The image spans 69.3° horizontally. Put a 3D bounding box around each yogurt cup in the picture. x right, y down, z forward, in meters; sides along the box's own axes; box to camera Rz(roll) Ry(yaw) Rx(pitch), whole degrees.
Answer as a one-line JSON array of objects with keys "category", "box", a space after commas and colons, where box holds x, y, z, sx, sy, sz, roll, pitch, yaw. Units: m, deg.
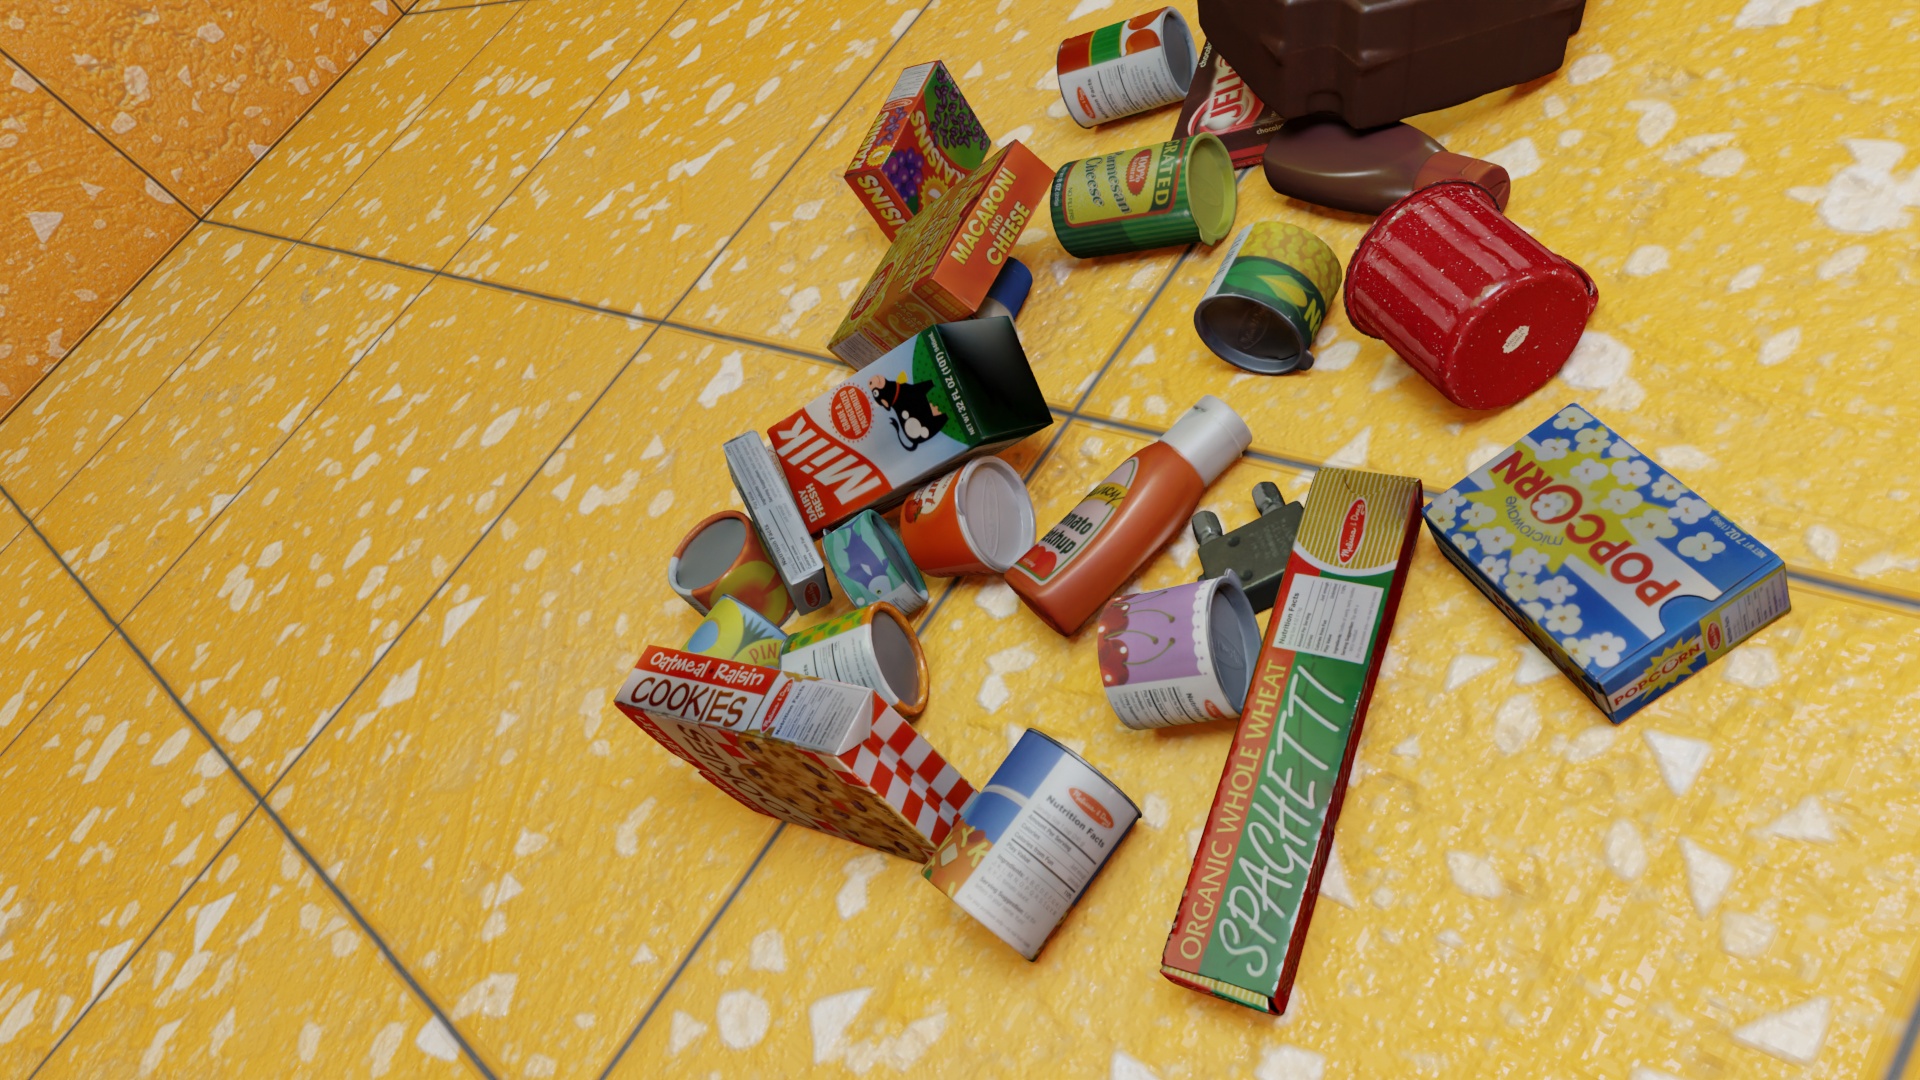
[{"category": "yogurt cup", "box": [0.003, -0.010, 0.797, 0.054, 0.072, 0.073, -16, 45, 38]}]

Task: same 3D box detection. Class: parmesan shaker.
[{"category": "parmesan shaker", "box": [0.116, -0.218, 0.895, 0.103, 0.071, 0.071, -1, 54, 38]}]

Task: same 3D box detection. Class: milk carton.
[{"category": "milk carton", "box": [-0.046, -0.060, 0.834, 0.190, 0.074, 0.072, -27, 84, 38]}]

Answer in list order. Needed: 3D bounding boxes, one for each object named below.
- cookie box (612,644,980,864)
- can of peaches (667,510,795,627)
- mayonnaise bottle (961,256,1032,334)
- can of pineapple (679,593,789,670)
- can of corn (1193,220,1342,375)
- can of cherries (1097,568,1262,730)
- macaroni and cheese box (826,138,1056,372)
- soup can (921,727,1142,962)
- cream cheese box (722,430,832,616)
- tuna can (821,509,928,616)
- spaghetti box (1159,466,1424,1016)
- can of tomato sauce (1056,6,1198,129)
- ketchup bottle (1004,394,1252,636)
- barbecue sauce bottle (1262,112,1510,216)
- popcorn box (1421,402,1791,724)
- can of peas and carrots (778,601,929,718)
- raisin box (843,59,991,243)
[{"category": "cookie box", "box": [-0.080, 0.110, 0.704, 0.167, 0.122, 0.040, 6, 57, 41]}, {"category": "can of peaches", "box": [-0.141, 0.021, 0.883, 0.071, 0.058, 0.071, -22, 44, 22]}, {"category": "mayonnaise bottle", "box": [0.004, -0.123, 0.914, 0.064, 0.041, 0.149, 1, 55, 42]}, {"category": "can of pineapple", "box": [-0.130, 0.074, 0.821, 0.071, 0.071, 0.058, 21, 69, 47]}, {"category": "can of corn", "box": [0.174, -0.134, 0.775, 0.071, 0.071, 0.058, 9, 60, 42]}, {"category": "can of cherries", "box": [0.105, 0.052, 0.658, 0.058, 0.071, 0.072, -13, 47, 31]}, {"category": "macaroni and cheese box", "box": [-0.017, -0.187, 0.941, 0.166, 0.040, 0.124, -18, 40, 61]}, {"category": "soup can", "box": [0.032, 0.139, 0.638, 0.084, 0.071, 0.071, -51, 41, -12]}, {"category": "cream cheese box", "box": [-0.109, -0.011, 0.832, 0.024, 0.053, 0.104, -25, 68, -12]}, {"category": "tuna can", "box": [-0.050, 0.015, 0.810, 0.033, 0.071, 0.071, -33, 41, 8]}, {"category": "spaghetti box", "box": [0.149, 0.080, 0.609, 0.050, 0.028, 0.251, 10, 64, 29]}, {"category": "can of tomato sauce", "box": [0.122, -0.342, 1.003, 0.083, 0.071, 0.071, -7, 51, 33]}, {"category": "ketchup bottle", "box": [0.092, -0.015, 0.744, 0.149, 0.043, 0.065, -44, 19, -5]}, {"category": "barbecue sauce bottle", "box": [0.248, -0.215, 0.808, 0.065, 0.043, 0.149, -41, 40, -10]}, {"category": "popcorn box", "box": [0.270, 0.006, 0.593, 0.085, 0.038, 0.127, -35, 40, 5]}, {"category": "can of peas and carrots", "box": [-0.057, 0.072, 0.767, 0.058, 0.070, 0.071, -22, 44, 21]}, {"category": "raisin box", "box": [-0.031, -0.291, 1.060, 0.040, 0.086, 0.124, 0, 54, 36]}]
